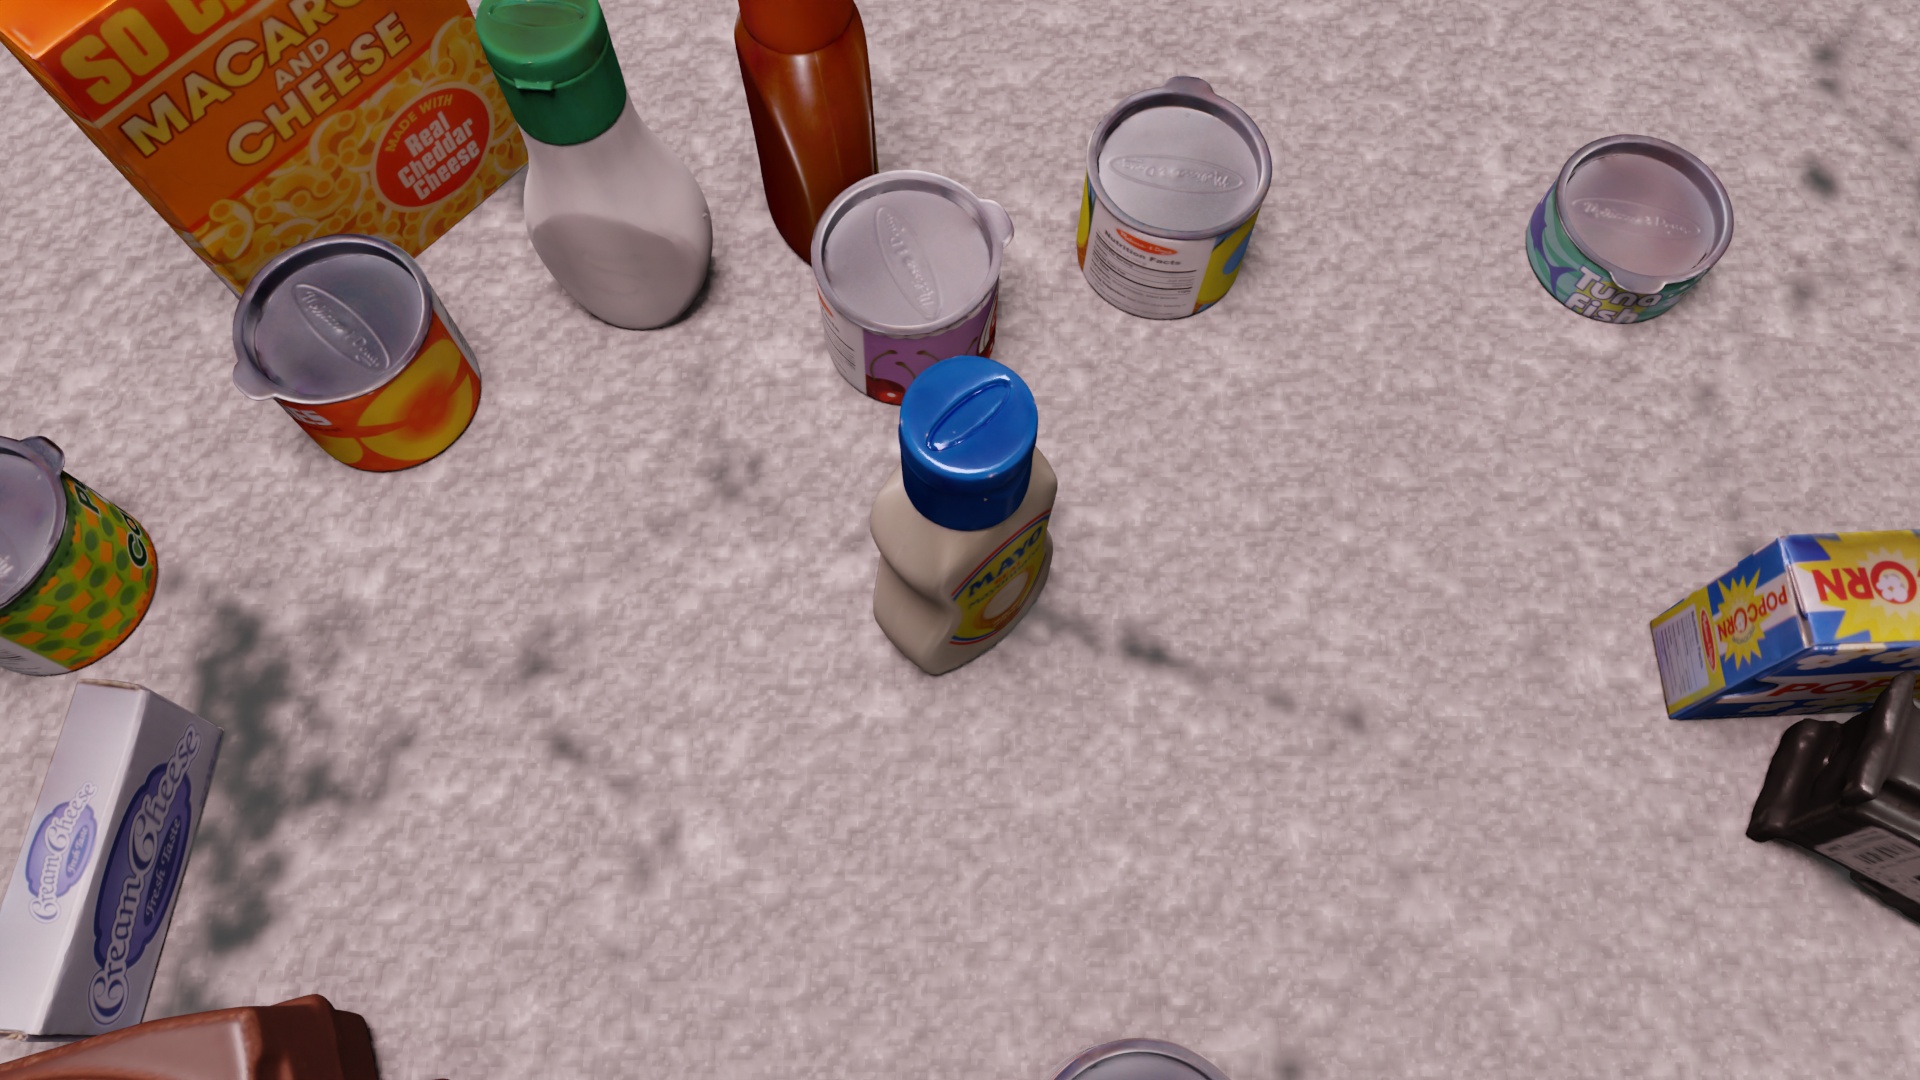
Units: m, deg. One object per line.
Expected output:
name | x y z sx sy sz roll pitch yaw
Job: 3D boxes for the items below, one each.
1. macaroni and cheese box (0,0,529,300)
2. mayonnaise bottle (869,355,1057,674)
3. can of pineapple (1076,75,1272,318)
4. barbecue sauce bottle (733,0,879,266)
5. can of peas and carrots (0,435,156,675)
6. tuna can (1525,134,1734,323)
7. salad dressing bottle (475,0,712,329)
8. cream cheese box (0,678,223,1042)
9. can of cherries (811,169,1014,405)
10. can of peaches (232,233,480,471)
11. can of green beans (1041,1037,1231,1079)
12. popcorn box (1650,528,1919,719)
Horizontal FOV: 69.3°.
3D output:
macaroni and cheese box | -0.224 -0.153 0.469 0.040 0.166 0.124 39 73 13
mayonnaise bottle | 0.002 -0.005 0.423 0.065 0.147 0.041 -40 74 -14
can of pineapple | 0.079 -0.126 0.520 0.071 0.057 0.071 0 69 0
barbecue sauce bottle | -0.053 -0.158 0.482 0.044 0.148 0.065 -21 71 -8
can of peas and carrots | -0.314 0.004 0.464 0.071 0.058 0.071 0 69 0
tuna can | 0.254 -0.117 0.531 0.071 0.032 0.071 0 69 0
salad dressing bottle | -0.122 -0.126 0.469 0.064 0.147 0.044 4 69 1
cream cheese box | -0.264 0.100 0.429 0.024 0.053 0.104 5 69 2
can of cherries | -0.016 -0.090 0.504 0.071 0.058 0.072 0 69 0
can of peaches | -0.213 -0.064 0.492 0.071 0.058 0.071 0 69 0
can of green beans | 0.050 0.179 0.399 0.071 0.057 0.071 0 69 0
popcorn box | 0.306 0.028 0.447 0.127 0.085 0.038 -2 69 -1
